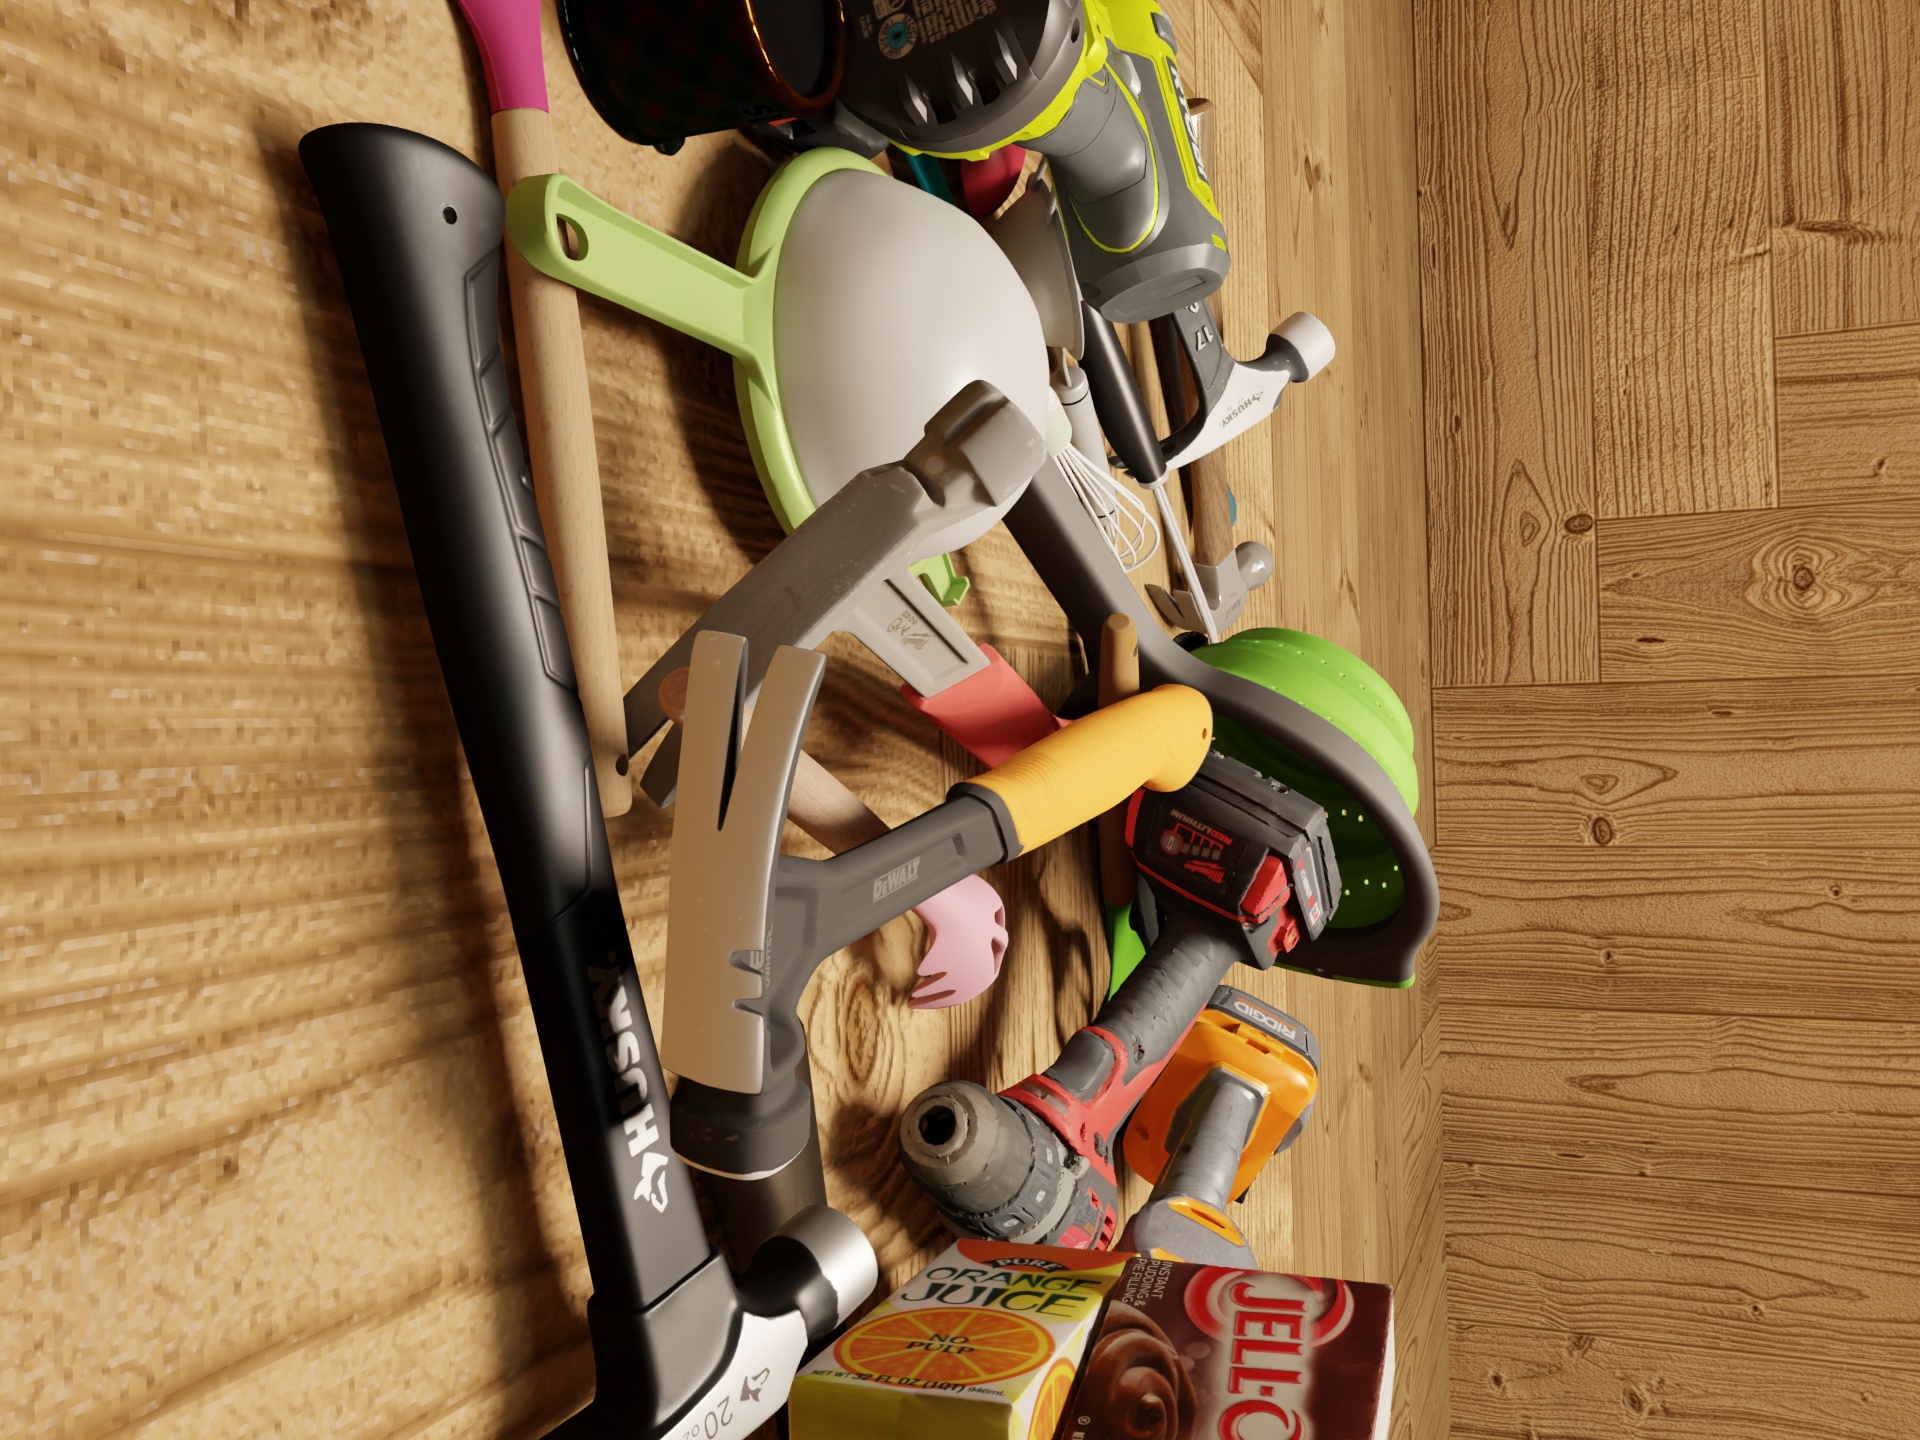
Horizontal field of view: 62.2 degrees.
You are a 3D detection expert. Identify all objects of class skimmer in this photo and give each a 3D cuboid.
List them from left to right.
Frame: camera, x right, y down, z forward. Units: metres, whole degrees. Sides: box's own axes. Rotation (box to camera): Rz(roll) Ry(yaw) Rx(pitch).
[{"bbox_3d":[0.154,-0.096,0.881,0.127,0.090,0.363,-86,153,-54],"label":"skimmer"}]

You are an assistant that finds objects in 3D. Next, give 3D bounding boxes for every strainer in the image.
[{"bbox_3d":[-0.031,-0.121,0.489,0.256,0.069,0.151,3,86,-66],"label":"strainer"},{"bbox_3d":[0.050,-0.170,0.785,0.258,0.050,0.087,65,6,-55],"label":"strainer"}]

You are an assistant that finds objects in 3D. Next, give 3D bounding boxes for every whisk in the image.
[{"bbox_3d":[0.042,-0.126,0.729,0.246,0.059,0.058,51,26,-59],"label":"whisk"}]

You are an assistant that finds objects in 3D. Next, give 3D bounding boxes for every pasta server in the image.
[{"bbox_3d":[-0.032,0.045,0.520,0.316,0.040,0.060,52,42,-65],"label":"pasta server"}]

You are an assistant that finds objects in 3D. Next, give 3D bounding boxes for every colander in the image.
[{"bbox_3d":[0.113,-0.035,0.744,0.094,0.204,0.396,-53,123,-26],"label":"colander"}]

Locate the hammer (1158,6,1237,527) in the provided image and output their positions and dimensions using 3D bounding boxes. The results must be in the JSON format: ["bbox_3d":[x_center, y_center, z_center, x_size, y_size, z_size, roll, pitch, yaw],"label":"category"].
[{"bbox_3d":[0.136,-0.265,1.009,0.128,0.033,0.330,-67,147,-47],"label":"hammer"}]

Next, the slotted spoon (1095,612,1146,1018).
[{"bbox_3d":[0.074,0.067,0.741,0.313,0.031,0.070,84,24,-47],"label":"slotted spoon"}]

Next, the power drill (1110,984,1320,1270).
[{"bbox_3d":[0.106,0.256,0.807,0.226,0.084,0.164,-51,167,-57],"label":"power drill"}]

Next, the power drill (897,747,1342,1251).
[{"bbox_3d":[0.063,0.120,0.658,0.227,0.080,0.187,-55,151,-13],"label":"power drill"}]

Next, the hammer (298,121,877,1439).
[{"bbox_3d":[-0.103,0.031,0.383,0.146,0.035,0.334,-26,109,-52],"label":"hammer"}]

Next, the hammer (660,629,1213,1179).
[{"bbox_3d":[0.018,0.019,0.505,0.337,0.034,0.127,-20,117,-62],"label":"hammer"}]

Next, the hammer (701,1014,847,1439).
[{"bbox_3d":[-0.036,0.291,0.547,0.146,0.038,0.410,-35,120,-66],"label":"hammer"}]

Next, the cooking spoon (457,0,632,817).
[{"bbox_3d":[-0.111,-0.131,0.415,0.069,0.017,0.319,-21,108,-65],"label":"cooking spoon"}]

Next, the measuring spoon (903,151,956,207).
[{"bbox_3d":[-0.018,-0.217,0.662,0.128,0.021,0.042,62,35,-30],"label":"measuring spoon"}]

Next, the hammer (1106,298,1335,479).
[{"bbox_3d":[0.073,-0.294,0.796,0.149,0.036,0.408,-40,131,-7],"label":"hammer"}]

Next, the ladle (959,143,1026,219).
[{"bbox_3d":[-0.025,-0.345,0.633,0.315,0.031,0.069,64,32,-42],"label":"ladle"}]

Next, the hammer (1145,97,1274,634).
[{"bbox_3d":[0.146,-0.202,0.967,0.130,0.031,0.331,-44,136,-43],"label":"hammer"}]

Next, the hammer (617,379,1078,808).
[{"bbox_3d":[-0.001,-0.002,0.602,0.149,0.037,0.358,-44,162,1],"label":"hammer"}]

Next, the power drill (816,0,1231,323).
[{"bbox_3d":[0.026,-0.261,0.578,0.228,0.080,0.190,-3,78,-66],"label":"power drill"}]
